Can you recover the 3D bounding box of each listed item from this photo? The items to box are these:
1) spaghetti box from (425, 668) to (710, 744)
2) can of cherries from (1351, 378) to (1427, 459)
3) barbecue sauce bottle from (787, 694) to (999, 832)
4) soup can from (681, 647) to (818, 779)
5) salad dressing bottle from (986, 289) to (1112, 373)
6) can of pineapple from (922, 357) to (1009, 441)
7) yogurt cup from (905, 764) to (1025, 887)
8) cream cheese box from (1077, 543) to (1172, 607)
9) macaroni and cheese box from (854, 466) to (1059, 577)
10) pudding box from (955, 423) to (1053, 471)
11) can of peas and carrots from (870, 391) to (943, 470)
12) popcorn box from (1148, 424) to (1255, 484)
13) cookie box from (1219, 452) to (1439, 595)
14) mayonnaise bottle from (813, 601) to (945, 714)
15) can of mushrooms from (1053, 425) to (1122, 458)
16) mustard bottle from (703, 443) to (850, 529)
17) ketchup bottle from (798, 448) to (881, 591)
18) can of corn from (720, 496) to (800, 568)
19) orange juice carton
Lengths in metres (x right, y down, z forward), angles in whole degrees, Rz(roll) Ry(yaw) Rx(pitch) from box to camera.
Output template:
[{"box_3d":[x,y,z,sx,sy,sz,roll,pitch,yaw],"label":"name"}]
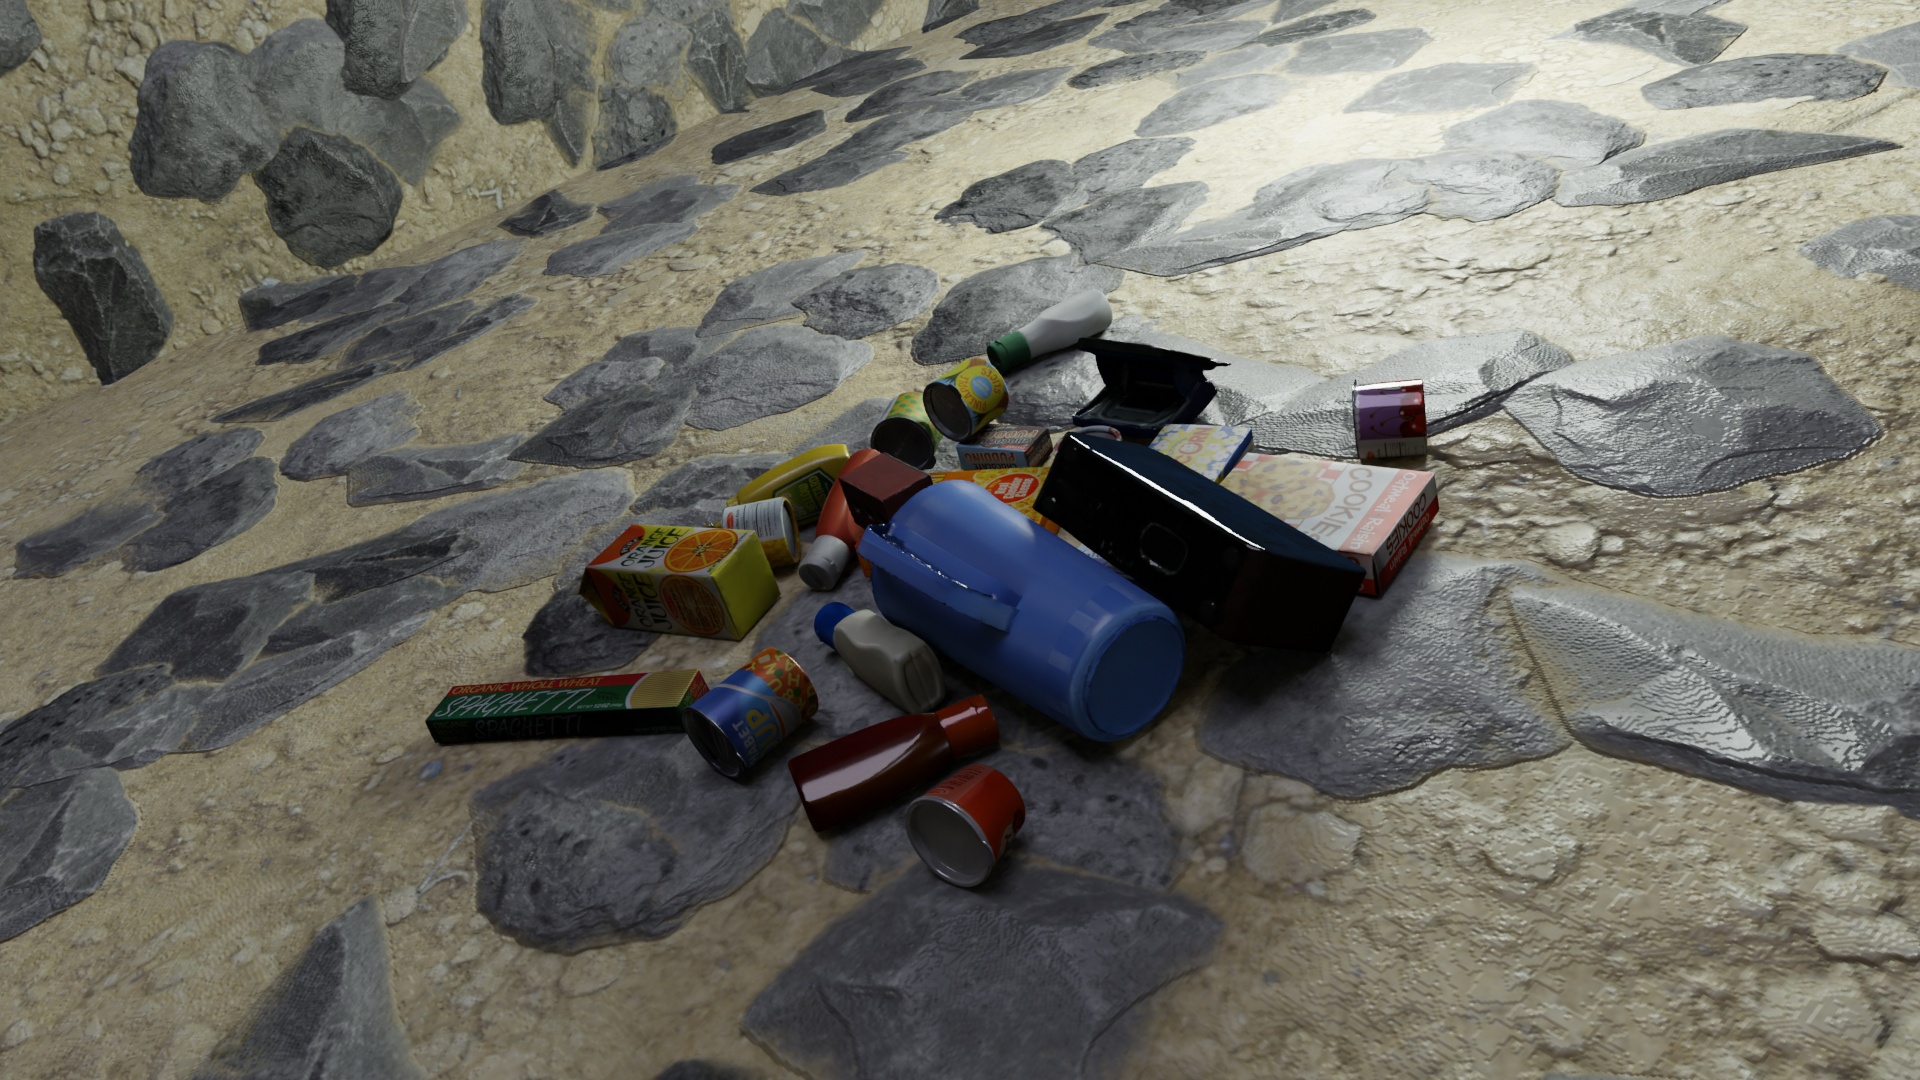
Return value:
[{"box_3d":[-0.335,0.141,1.174,0.250,0.028,0.050,-5,31,18],"label":"spaghetti box"},{"box_3d":[0.371,-0.107,1.197,0.058,0.071,0.072,-4,33,21],"label":"can of cherries"},{"box_3d":[-0.046,0.155,0.997,0.149,0.043,0.065,-22,31,-10],"label":"barbecue sauce bottle"},{"box_3d":[-0.159,0.133,1.066,0.071,0.071,0.084,16,43,43],"label":"soup can"},{"box_3d":[0.100,-0.234,1.566,0.148,0.043,0.064,-28,34,-16],"label":"salad dressing bottle"},{"box_3d":[0.007,-0.140,1.369,0.071,0.070,0.058,17,43,43],"label":"can of pineapple"},{"box_3d":[0.006,0.183,0.907,0.072,0.072,0.054,9,30,36],"label":"yogurt cup"},{"box_3d":[0.139,0.024,1.140,0.104,0.024,0.054,9,37,36],"label":"cream cheese box"},{"box_3d":[0.004,-0.016,1.255,0.166,0.040,0.124,-2,34,23],"label":"macaroni and cheese box"},{"box_3d":[0.043,-0.090,1.368,0.083,0.030,0.050,7,38,35],"label":"pudding box"},{"box_3d":[-0.050,-0.109,1.411,0.071,0.070,0.059,-5,31,19],"label":"can of peas and carrots"},{"box_3d":[0.199,-0.056,1.229,0.085,0.038,0.127,6,37,32],"label":"popcorn box"},{"box_3d":[0.282,-0.016,1.122,0.167,0.040,0.123,10,39,39],"label":"cookie box"},{"box_3d":[-0.068,0.087,1.104,0.041,0.064,0.148,-31,30,-22],"label":"mayonnaise bottle"},{"box_3d":[0.122,-0.078,1.307,0.071,0.033,0.071,-12,30,7],"label":"can of mushrooms"},{"box_3d":[-0.176,-0.040,1.364,0.160,0.065,0.049,-24,25,-2],"label":"mustard bottle"},{"box_3d":[-0.103,-0.017,1.292,0.043,0.064,0.149,-11,36,36],"label":"ketchup bottle"},{"box_3d":[-0.186,-0.003,1.305,0.058,0.071,0.071,-11,31,6],"label":"can of corn"},{"box_3d":[-0.269,0.035,1.272,0.192,0.072,0.072,3,36,31],"label":"orange juice carton"}]
